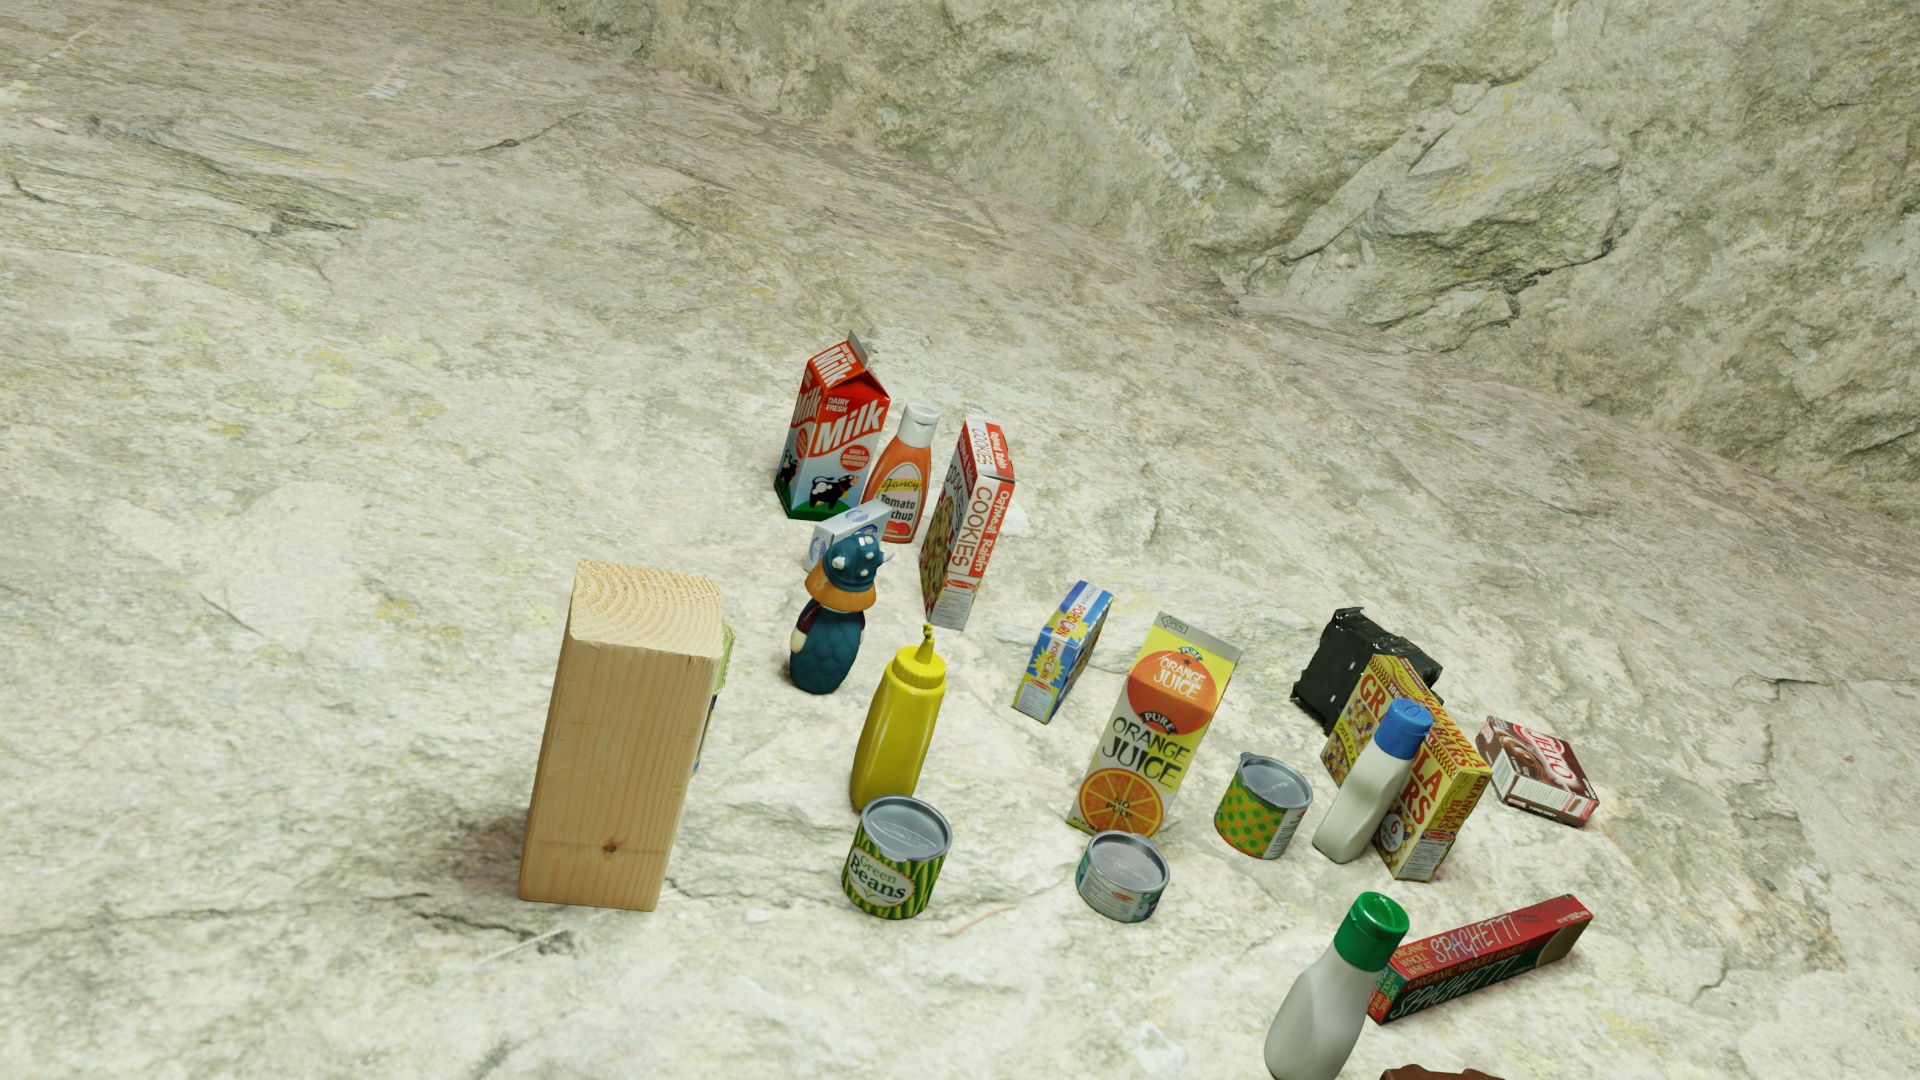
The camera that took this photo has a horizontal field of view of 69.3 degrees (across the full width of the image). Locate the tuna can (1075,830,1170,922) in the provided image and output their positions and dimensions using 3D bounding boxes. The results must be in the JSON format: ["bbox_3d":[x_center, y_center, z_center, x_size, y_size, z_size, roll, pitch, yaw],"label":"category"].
[{"bbox_3d":[0.123,0.253,1.053,0.071,0.032,0.071,15,27,-8],"label":"tuna can"}]

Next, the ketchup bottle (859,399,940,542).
[{"bbox_3d":[-0.058,-0.071,1.416,0.065,0.148,0.044,12,27,-15],"label":"ketchup bottle"}]

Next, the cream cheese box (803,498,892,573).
[{"bbox_3d":[-0.109,-0.002,1.359,0.024,0.053,0.104,30,29,20],"label":"cream cheese box"}]

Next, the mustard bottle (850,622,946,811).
[{"bbox_3d":[-0.042,0.130,1.036,0.049,0.159,0.065,12,27,-14],"label":"mustard bottle"}]

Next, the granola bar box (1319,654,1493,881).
[{"bbox_3d":[0.390,0.198,1.229,0.039,0.123,0.166,10,28,-17],"label":"granola bar box"}]

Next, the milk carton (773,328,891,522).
[{"bbox_3d":[-0.127,-0.116,1.410,0.073,0.189,0.072,5,30,-26],"label":"milk carton"}]

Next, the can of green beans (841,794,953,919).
[{"bbox_3d":[-0.045,0.222,0.975,0.071,0.057,0.071,15,27,-8],"label":"can of green beans"}]

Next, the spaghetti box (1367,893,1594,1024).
[{"bbox_3d":[0.405,0.324,1.085,0.251,0.050,0.029,-2,33,-36],"label":"spaghetti box"}]

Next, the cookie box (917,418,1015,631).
[{"bbox_3d":[0.005,-0.017,1.335,0.040,0.166,0.123,13,27,-13],"label":"cookie box"}]

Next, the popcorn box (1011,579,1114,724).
[{"bbox_3d":[0.095,0.099,1.266,0.038,0.084,0.127,25,27,12],"label":"popcorn box"}]

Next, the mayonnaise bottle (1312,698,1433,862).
[{"bbox_3d":[0.349,0.201,1.170,0.041,0.147,0.065,36,31,30],"label":"mayonnaise bottle"}]

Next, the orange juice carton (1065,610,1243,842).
[{"bbox_3d":[0.155,0.148,1.095,0.072,0.191,0.073,25,27,12],"label":"orange juice carton"}]

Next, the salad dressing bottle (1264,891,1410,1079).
[{"bbox_3d":[0.250,0.299,0.922,0.044,0.147,0.064,15,27,-9],"label":"salad dressing bottle"}]

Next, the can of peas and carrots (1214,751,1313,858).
[{"bbox_3d":[0.252,0.222,1.166,0.071,0.058,0.071,15,27,-8],"label":"can of peas and carrots"}]
